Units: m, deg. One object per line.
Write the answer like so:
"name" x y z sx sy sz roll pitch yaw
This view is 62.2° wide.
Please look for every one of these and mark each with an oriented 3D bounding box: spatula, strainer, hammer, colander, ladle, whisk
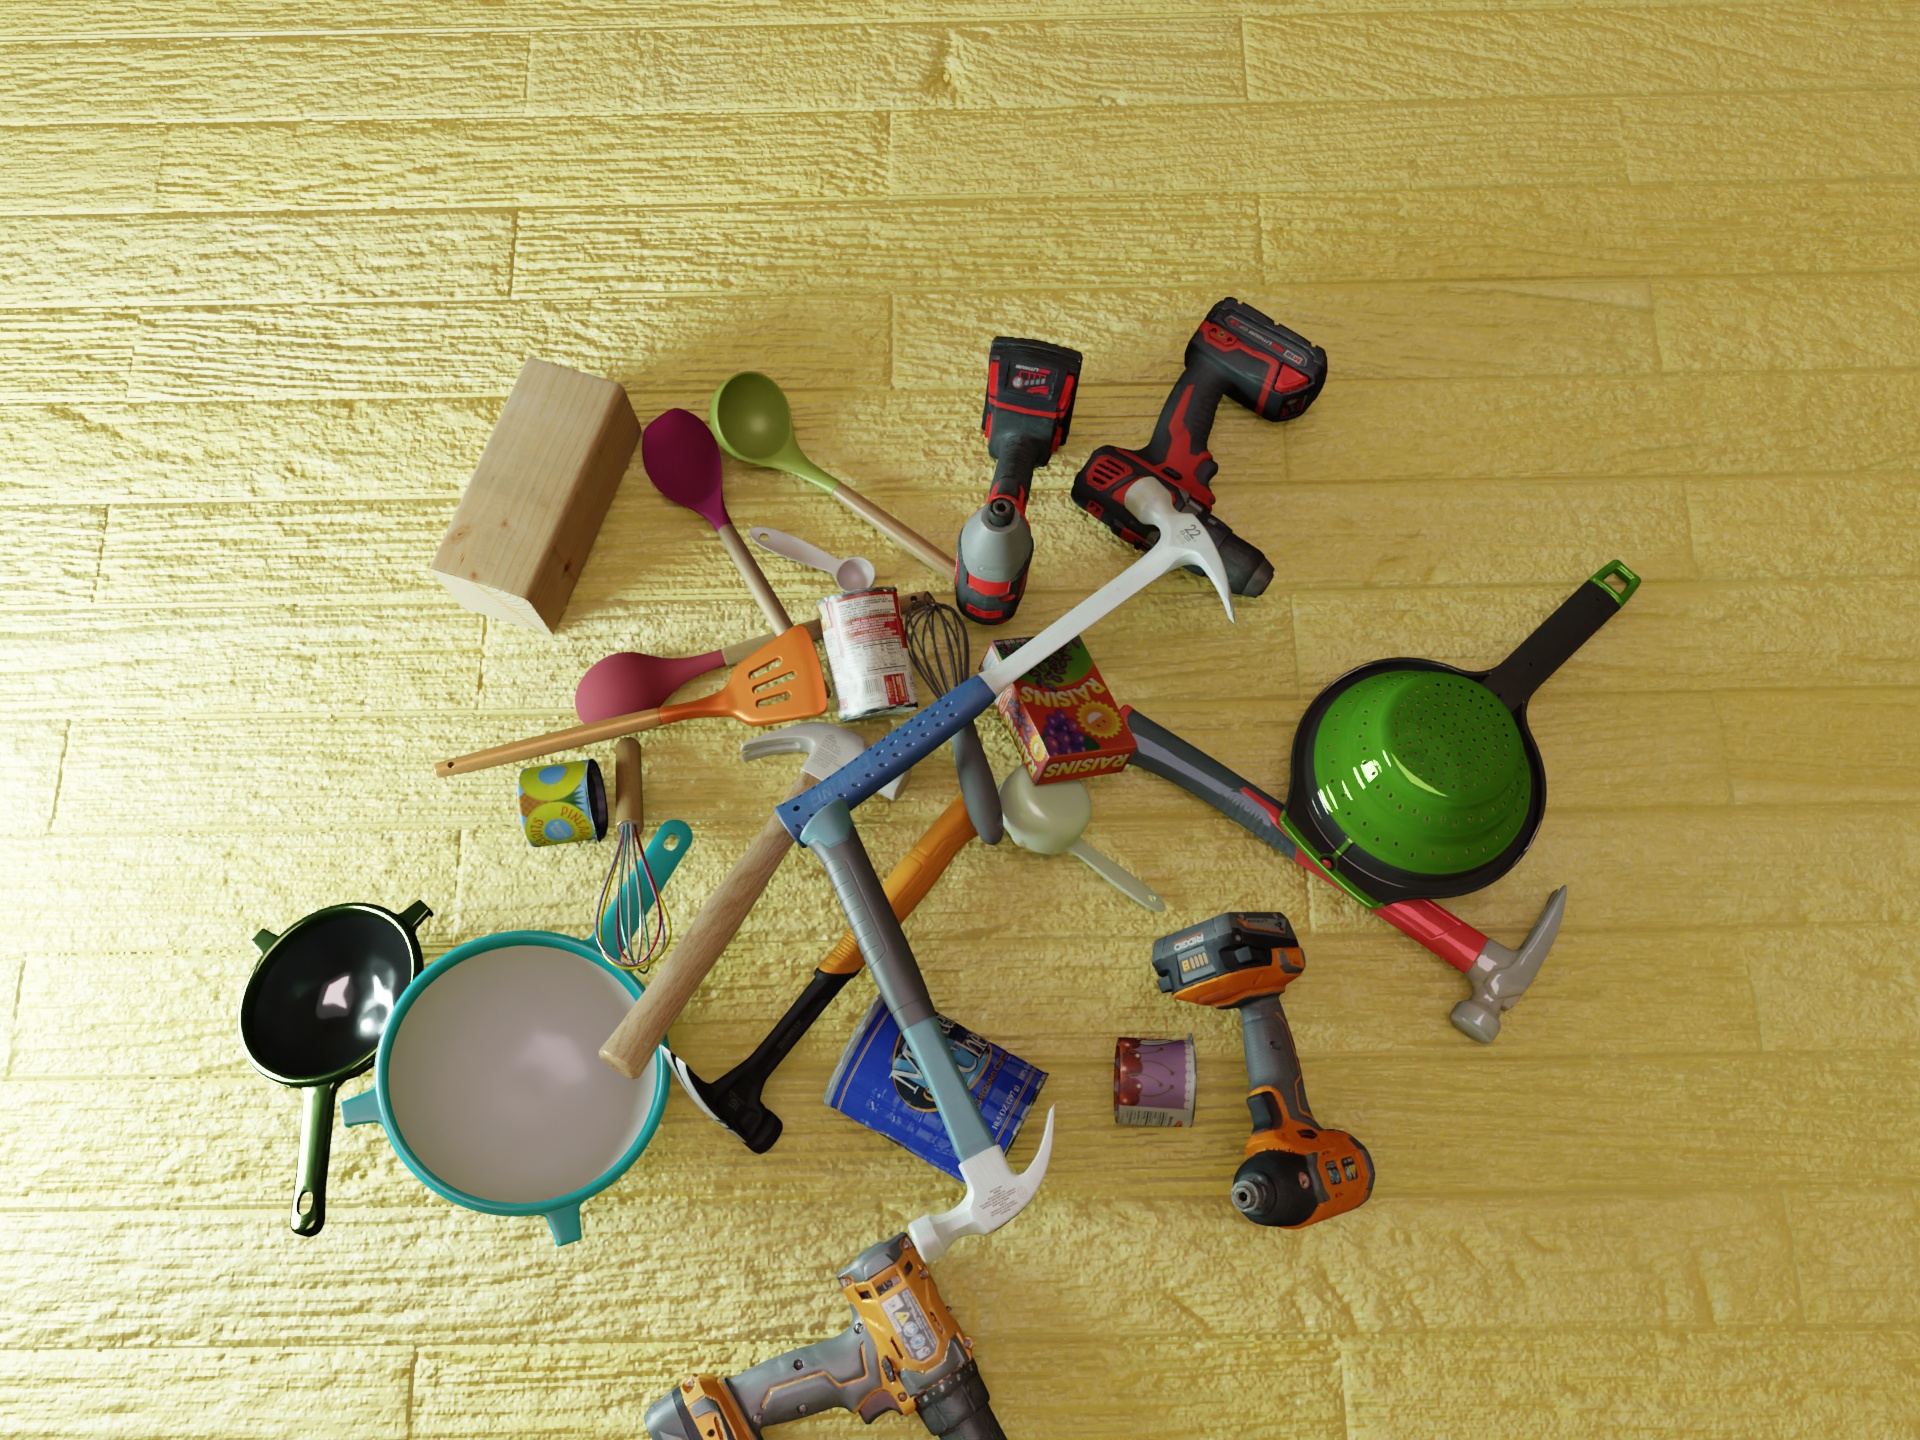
"spatula" -0.270 -0.001 1.300 0.322 0.041 0.081 -14 75 -7
"strainer" -0.306 0.226 1.236 0.211 0.095 0.340 31 56 -4
"hammer" 0.295 0.092 1.289 0.386 0.038 0.143 34 75 10
"hammer" -0.085 0.173 1.242 0.034 0.127 0.337 21 63 47
"colander" 0.429 -0.021 1.271 0.397 0.094 0.205 -40 74 -18
"hammer" 0.033 -0.030 1.249 0.405 0.035 0.144 -36 58 -3
"ladle" -0.084 -0.192 1.373 0.320 0.062 0.078 36 63 8
"ladle" -0.175 -0.059 1.348 0.315 0.031 0.069 -17 77 -6
"hammer" -0.037 0.208 1.154 0.128 0.033 0.331 -23 71 -10
"strainer" -0.470 0.267 1.209 0.151 0.069 0.257 -11 58 7
"hammer" -0.175 0.133 1.248 0.130 0.031 0.331 28 61 11
"whisk" -0.002 -0.005 1.293 0.055 0.055 0.239 -14 60 -4
"whisk" -0.254 0.101 1.242 0.047 0.051 0.245 -29 41 13

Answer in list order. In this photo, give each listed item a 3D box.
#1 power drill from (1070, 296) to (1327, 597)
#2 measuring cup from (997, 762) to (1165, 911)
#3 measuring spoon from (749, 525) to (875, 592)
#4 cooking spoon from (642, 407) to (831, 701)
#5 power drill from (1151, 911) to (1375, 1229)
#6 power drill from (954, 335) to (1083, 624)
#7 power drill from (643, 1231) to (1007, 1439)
"power drill" 0.228 -0.229 1.370 0.188 0.080 0.227 34 79 10
"measuring cup" 0.105 0.093 1.278 0.167 0.038 0.083 37 42 1
"measuring spoon" -0.129 -0.140 1.380 0.124 0.018 0.034 24 74 15
"cooking spoon" -0.190 -0.144 1.363 0.069 0.017 0.319 -34 69 5
"power drill" 0.220 0.260 1.176 0.084 0.164 0.227 -27 69 31
"power drill" 0.042 -0.203 1.318 0.078 0.143 0.220 11 64 2
"power drill" -0.089 0.508 1.147 0.226 0.084 0.185 -29 76 -13
